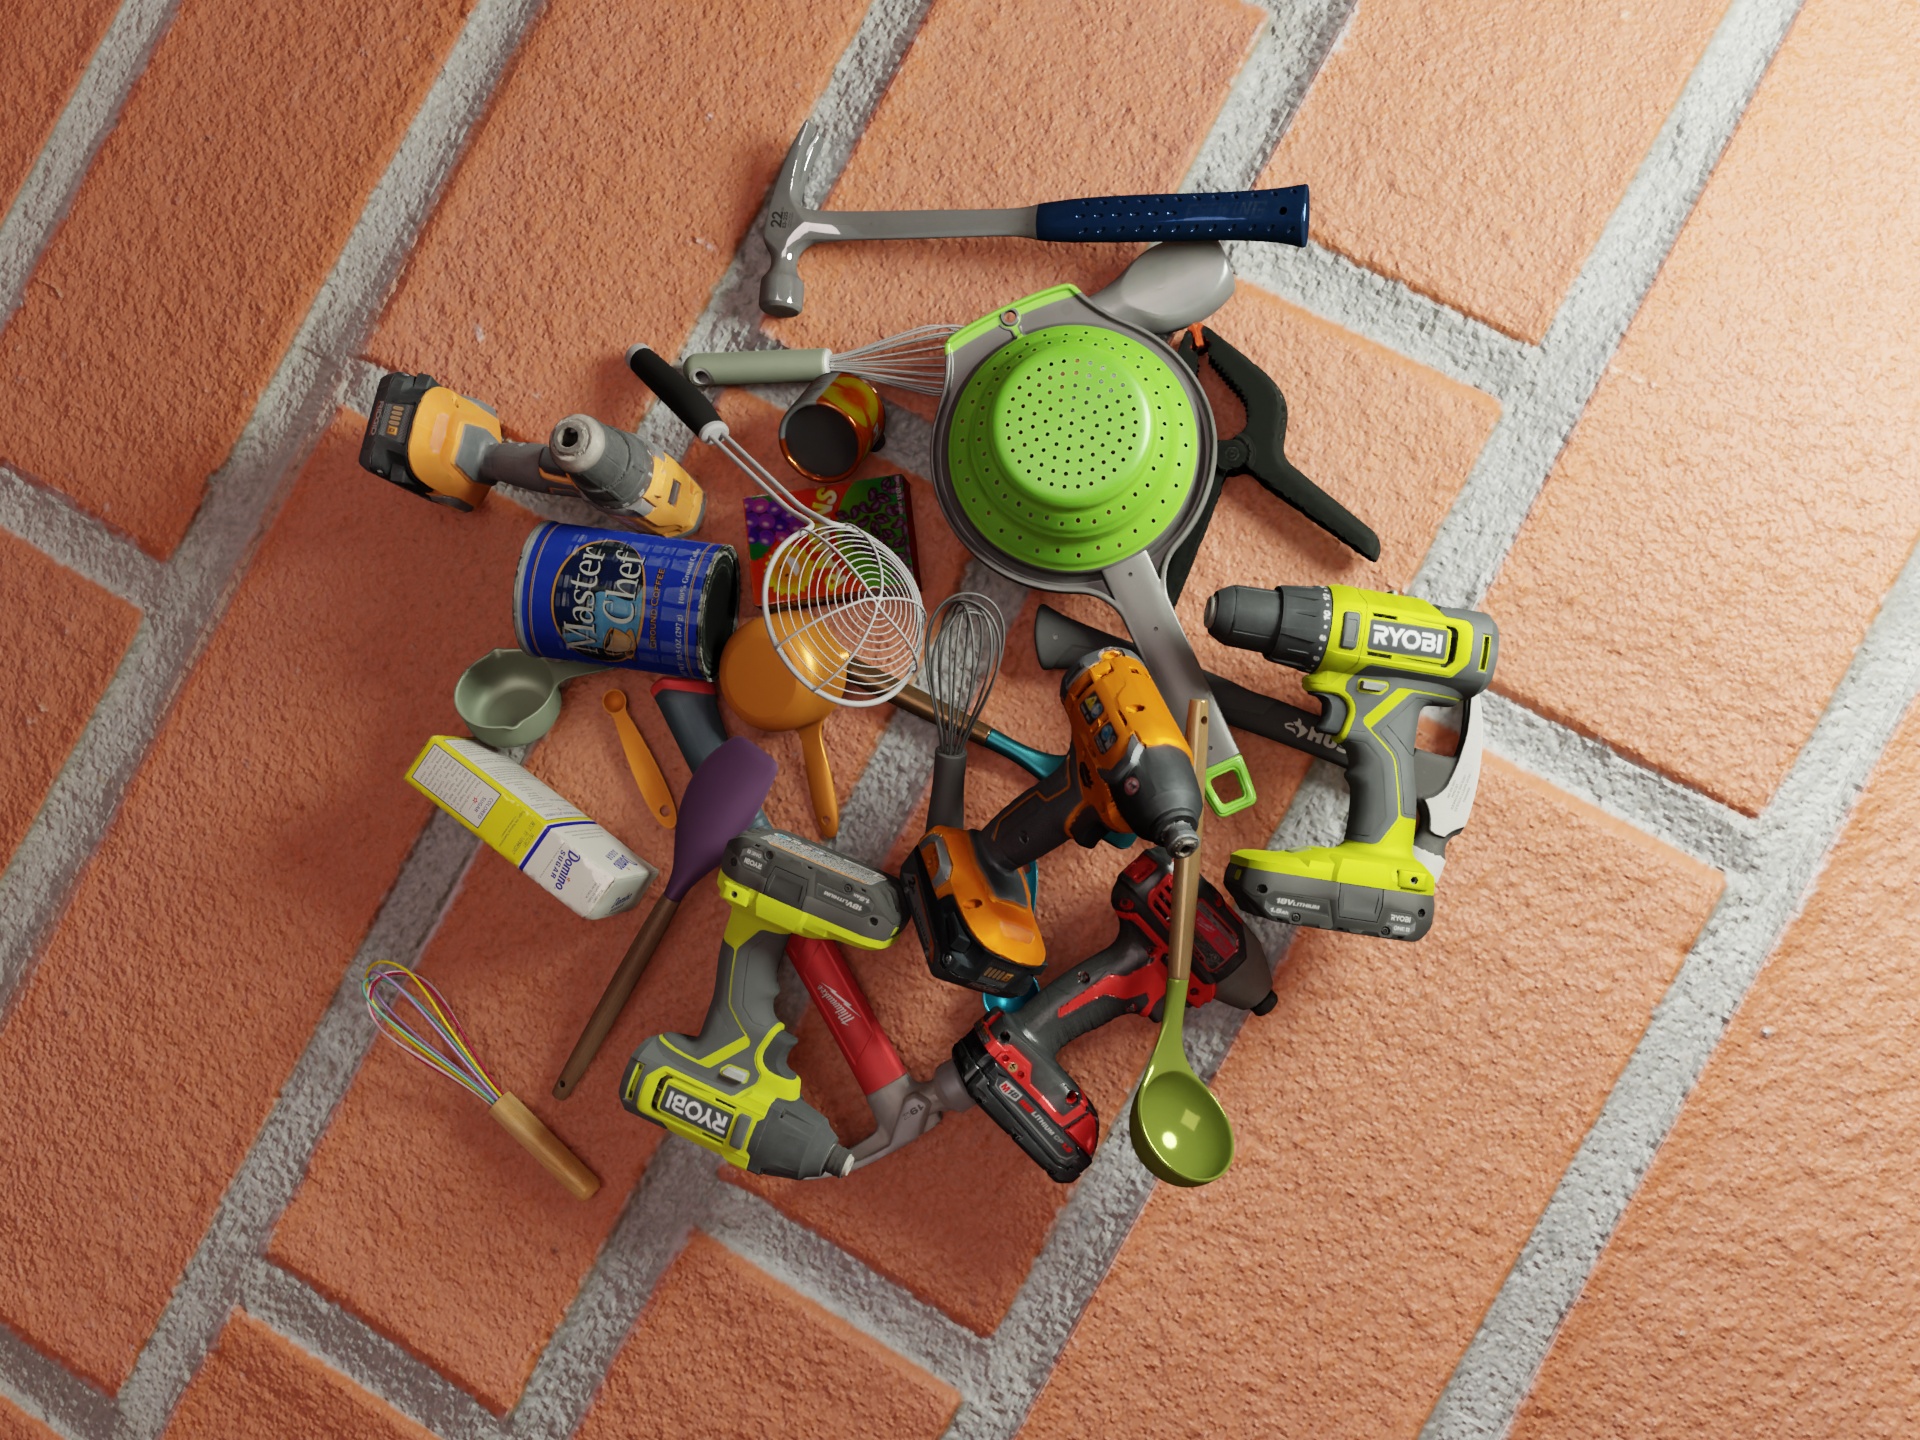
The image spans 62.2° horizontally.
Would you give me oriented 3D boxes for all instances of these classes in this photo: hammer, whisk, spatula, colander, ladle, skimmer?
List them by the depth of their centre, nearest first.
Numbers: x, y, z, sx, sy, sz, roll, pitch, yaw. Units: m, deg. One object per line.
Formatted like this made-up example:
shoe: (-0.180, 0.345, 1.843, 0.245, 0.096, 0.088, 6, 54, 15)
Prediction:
ladle: (0.154, 0.146, 1.051, 0.078, 0.062, 0.320, 4, 90, -36)
colander: (0.110, -0.119, 1.088, 0.204, 0.094, 0.397, -24, 85, 3)
whisk: (-0.004, 0.023, 1.124, 0.055, 0.055, 0.238, 10, 115, 9)
hammer: (0.208, -0.013, 1.138, 0.335, 0.035, 0.146, 22, 91, 9)
skimmer: (-0.153, -0.151, 1.146, 0.364, 0.127, 0.090, 45, 132, 33)
hammer: (0.047, -0.369, 1.157, 0.405, 0.035, 0.144, 4, 86, 17)
spatula: (-0.002, -0.004, 1.164, 0.317, 0.044, 0.082, 26, 76, 11)
spatula: (-0.227, 0.150, 1.177, 0.060, 0.018, 0.316, 34, 101, 18)
hammer: (-0.141, 0.144, 1.178, 0.143, 0.038, 0.386, -31, 83, 7)
whisk: (-0.092, -0.269, 1.197, 0.246, 0.057, 0.059, 0, 52, 11)
whisk: (-0.363, 0.271, 1.202, 0.245, 0.051, 0.047, 43, 87, 6)

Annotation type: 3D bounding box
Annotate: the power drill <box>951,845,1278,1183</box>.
power drill: (0.113, 0.207, 1.112, 0.219, 0.078, 0.143, -44, 101, -2)

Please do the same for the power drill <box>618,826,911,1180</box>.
power drill: (-0.126, 0.203, 1.118, 0.171, 0.080, 0.223, 22, 96, 12)

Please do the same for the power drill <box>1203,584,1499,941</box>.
power drill: (0.246, 0.022, 1.061, 0.190, 0.080, 0.228, 9, 88, -3)

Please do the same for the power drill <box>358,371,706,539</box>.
power drill: (-0.317, -0.192, 1.153, 0.226, 0.185, 0.084, 13, 86, 12)

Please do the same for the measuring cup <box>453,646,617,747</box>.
measuring cup: (-0.298, -0.027, 1.214, 0.167, 0.038, 0.083, -17, 54, -11)

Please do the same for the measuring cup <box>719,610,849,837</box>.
measuring cup: (-0.124, 0.006, 1.169, 0.095, 0.052, 0.173, -12, 91, 25)

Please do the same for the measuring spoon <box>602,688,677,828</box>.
measuring spoon: (-0.243, 0.029, 1.216, 0.021, 0.011, 0.117, -26, 87, 9)

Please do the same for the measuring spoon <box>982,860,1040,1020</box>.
measuring spoon: (0.041, 0.158, 1.164, 0.042, 0.021, 0.129, 7, 78, -1)

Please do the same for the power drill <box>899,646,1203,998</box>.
power drill: (0.065, 0.081, 1.046, 0.226, 0.084, 0.164, -49, 39, 24)
